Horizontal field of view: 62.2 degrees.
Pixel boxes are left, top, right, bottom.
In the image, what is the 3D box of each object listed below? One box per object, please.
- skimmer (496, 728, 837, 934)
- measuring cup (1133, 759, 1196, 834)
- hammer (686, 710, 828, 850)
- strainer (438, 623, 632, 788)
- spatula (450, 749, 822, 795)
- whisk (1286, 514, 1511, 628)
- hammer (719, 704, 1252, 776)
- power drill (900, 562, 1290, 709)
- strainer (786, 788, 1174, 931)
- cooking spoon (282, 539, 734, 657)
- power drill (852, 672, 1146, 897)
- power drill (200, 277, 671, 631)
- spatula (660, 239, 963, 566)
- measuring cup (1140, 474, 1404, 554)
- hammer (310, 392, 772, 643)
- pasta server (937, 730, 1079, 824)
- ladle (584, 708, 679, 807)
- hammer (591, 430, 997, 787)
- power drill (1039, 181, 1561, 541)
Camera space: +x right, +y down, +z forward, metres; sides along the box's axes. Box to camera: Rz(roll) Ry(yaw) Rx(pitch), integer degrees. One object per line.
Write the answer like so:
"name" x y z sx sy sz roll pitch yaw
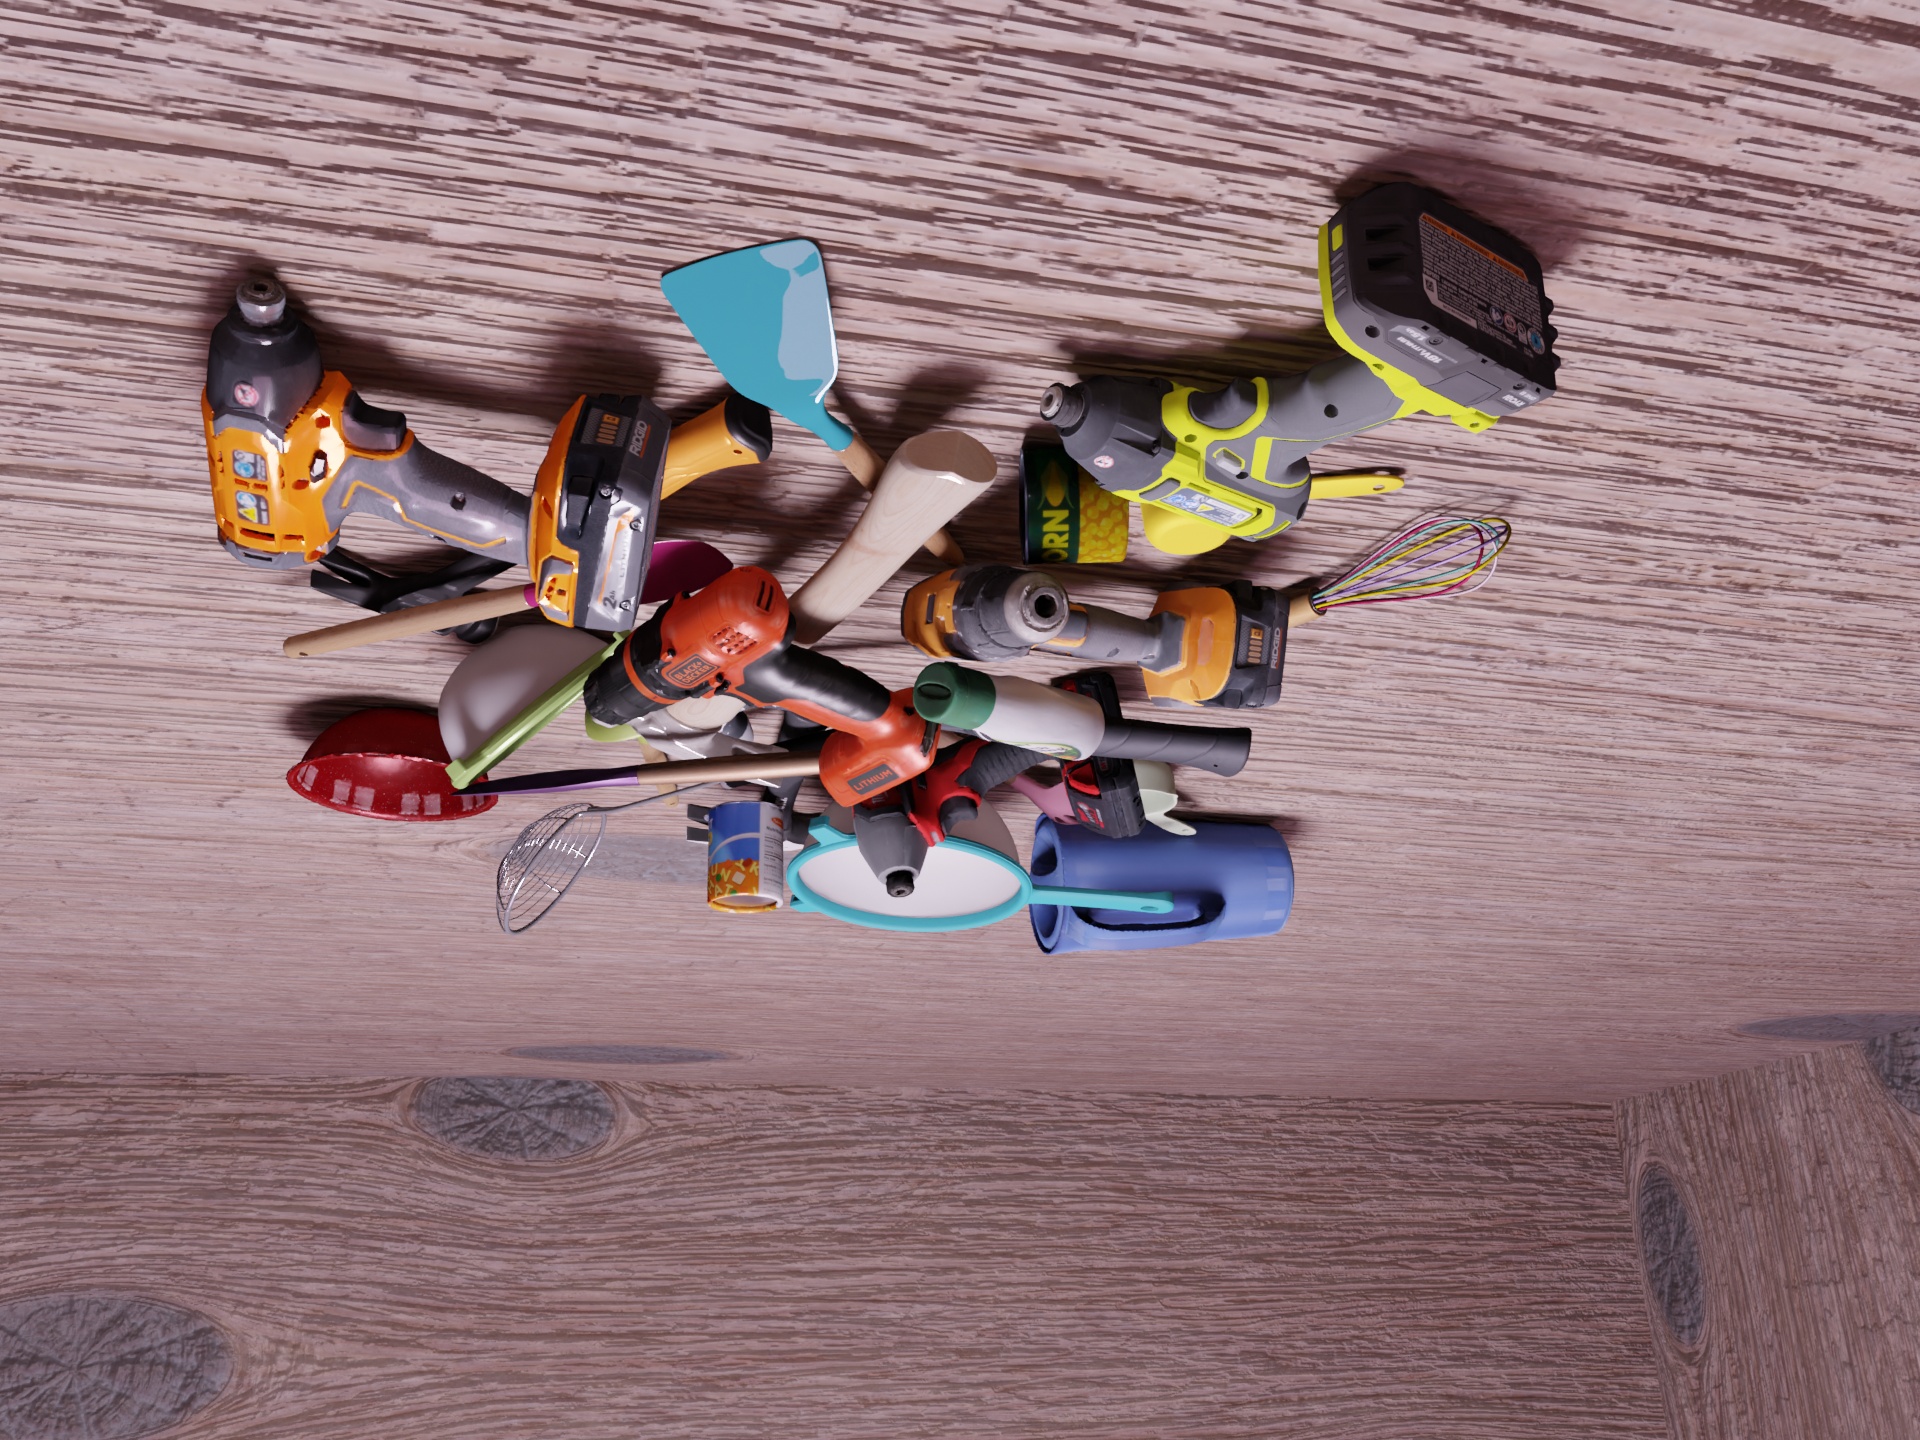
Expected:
"skimmer" -0.226 0.088 1.283 0.363 0.090 0.127 -17 -172 23
"measuring cup" 0.174 0.069 1.432 0.083 0.038 0.167 -14 157 28
"hammer" -0.155 0.048 1.364 0.146 0.035 0.334 3 158 -12
"strainer" -0.325 -0.021 1.149 0.069 0.151 0.256 51 163 -9
"spatula" -0.197 0.036 1.106 0.316 0.018 0.060 -4 -172 8
"whisk" 0.252 -0.083 1.049 0.051 0.047 0.245 15 156 -38
"hammer" -0.002 -0.004 1.120 0.409 0.036 0.149 6 148 12
"power drill" 0.092 -0.057 0.993 0.226 0.084 0.185 7 179 -19
"strainer" 0.021 0.112 1.392 0.340 0.095 0.211 6 152 -8
"cooking spoon" -0.289 -0.073 0.987 0.319 0.017 0.068 -10 158 18
"power drill" 0.023 0.051 1.211 0.219 0.143 0.078 -13 146 6
"power drill" -0.269 -0.135 0.813 0.226 0.084 0.164 11 138 -8
"spatula" -0.055 -0.156 0.882 0.082 0.044 0.317 -9 161 17
"measuring cup" 0.186 -0.126 0.954 0.156 0.029 0.062 -4 158 12
"hammer" -0.243 -0.121 0.941 0.337 0.034 0.127 -18 154 36
"pasta server" 0.026 0.032 1.349 0.060 0.040 0.316 -17 149 34
"ladle" -0.249 0.032 1.294 0.078 0.062 0.320 -18 163 -10
"hammer" -0.092 -0.058 0.990 0.146 0.038 0.410 23 148 -24
"power drill" 0.163 -0.167 0.795 0.171 0.080 0.223 14 156 -34
